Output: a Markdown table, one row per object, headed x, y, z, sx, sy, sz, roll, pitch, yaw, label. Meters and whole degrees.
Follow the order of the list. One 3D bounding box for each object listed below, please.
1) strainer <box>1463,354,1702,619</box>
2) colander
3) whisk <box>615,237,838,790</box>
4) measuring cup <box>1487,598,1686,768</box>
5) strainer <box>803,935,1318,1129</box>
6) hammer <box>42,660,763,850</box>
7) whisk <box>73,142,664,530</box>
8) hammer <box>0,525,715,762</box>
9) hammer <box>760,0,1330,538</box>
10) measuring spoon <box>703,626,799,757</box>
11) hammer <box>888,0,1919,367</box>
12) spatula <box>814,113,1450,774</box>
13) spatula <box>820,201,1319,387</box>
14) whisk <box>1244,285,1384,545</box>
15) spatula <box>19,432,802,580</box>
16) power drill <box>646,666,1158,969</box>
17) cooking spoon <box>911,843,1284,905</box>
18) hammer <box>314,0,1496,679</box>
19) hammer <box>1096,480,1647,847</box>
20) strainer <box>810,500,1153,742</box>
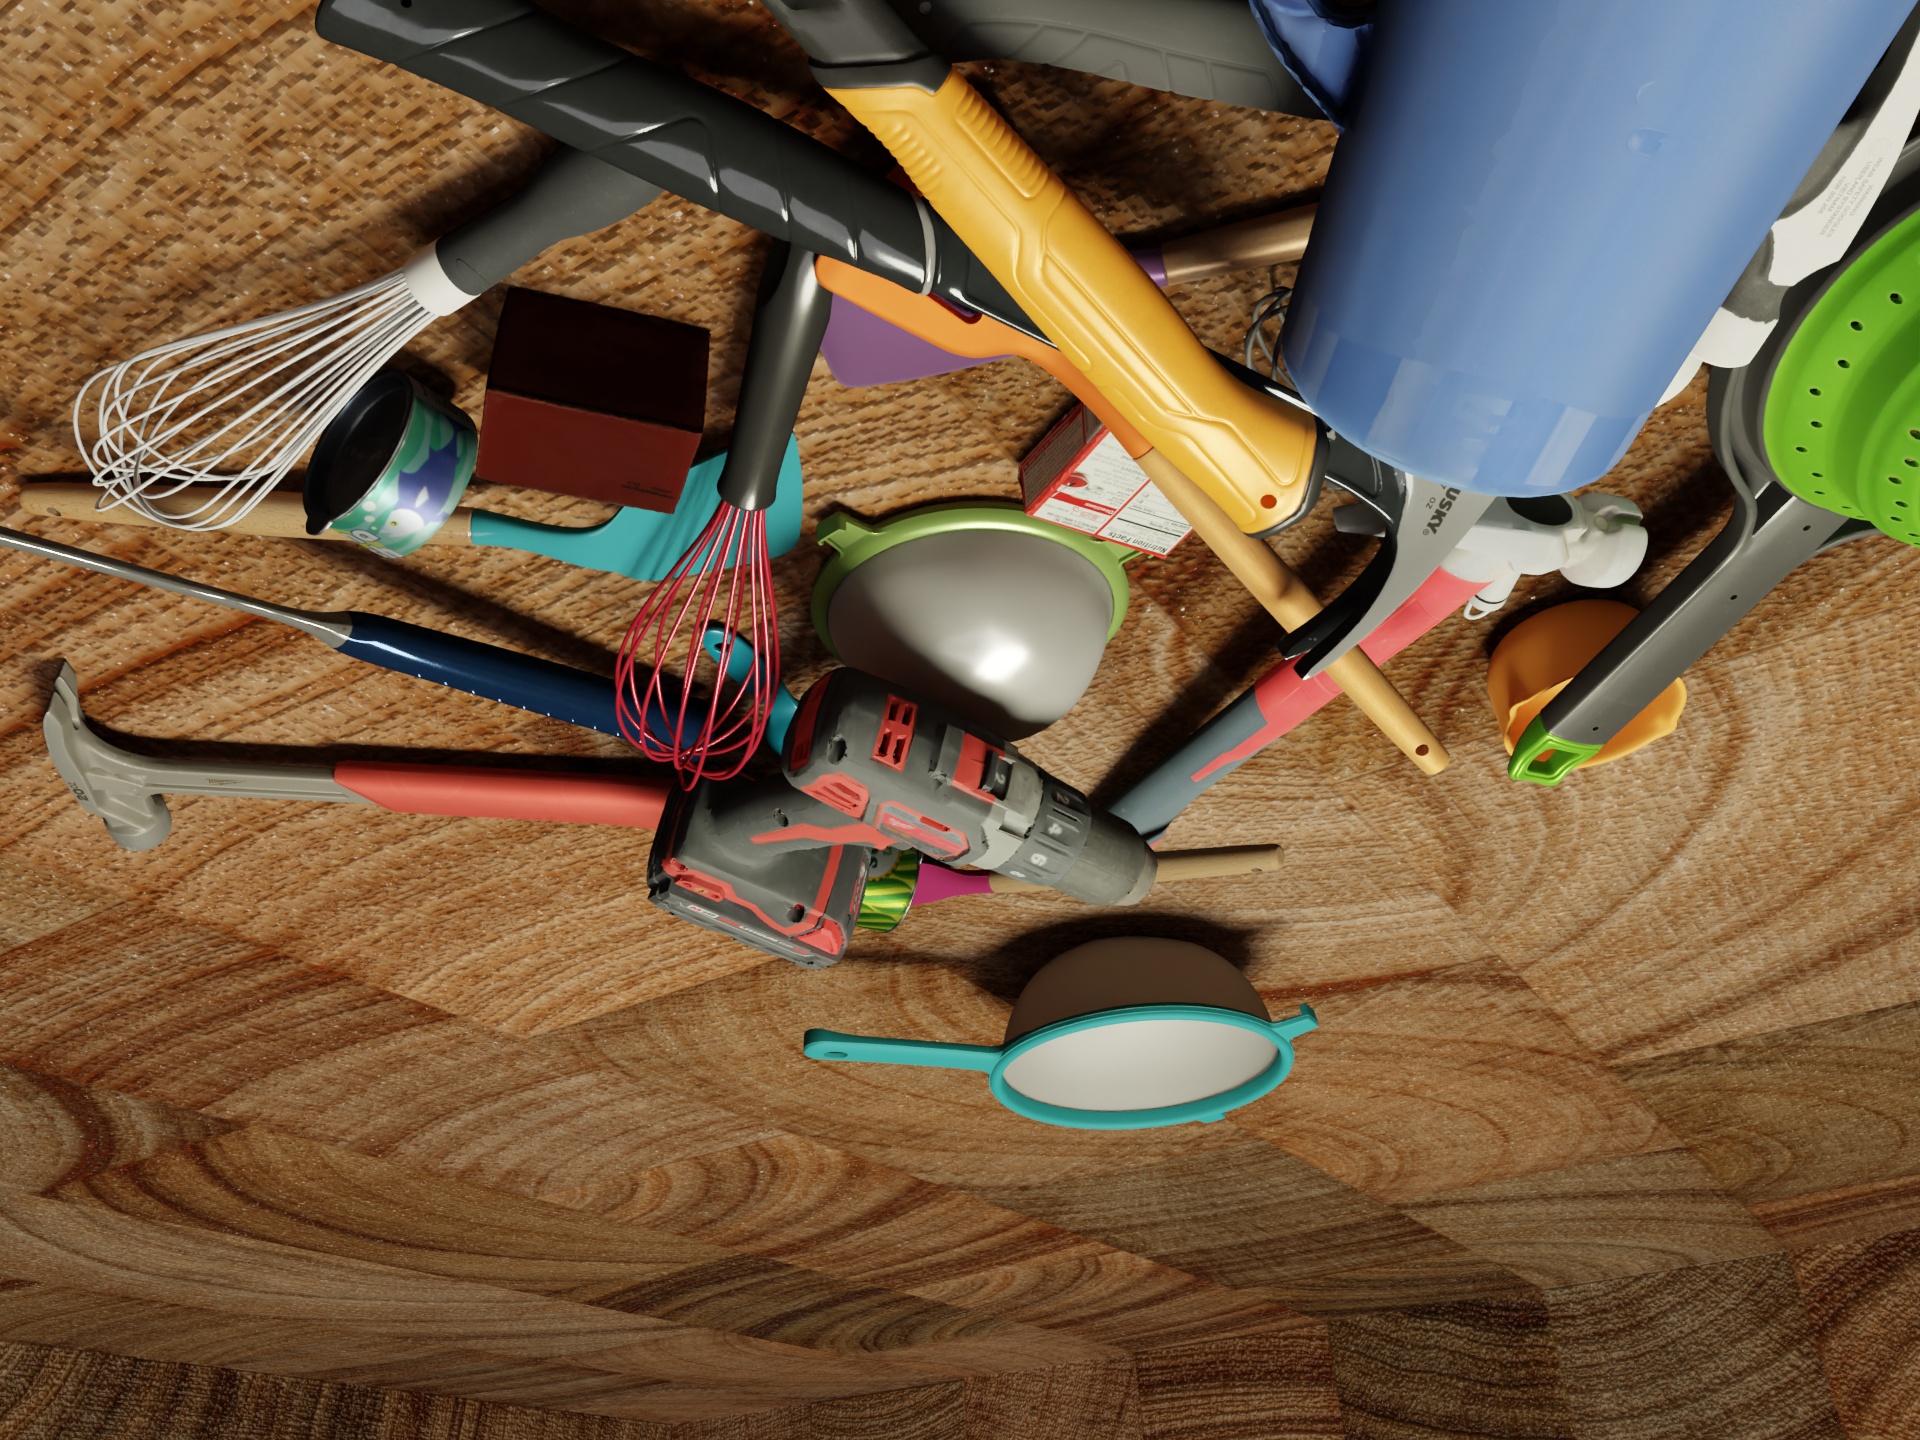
| x | y | z | sx | sy | sz | roll | pitch | yaw | label |
| --- | --- | --- | --- | --- | --- | --- | --- | --- | --- |
| 0.253 | -0.109 | 0.663 | 0.087 | 0.050 | 0.258 | -15 | 153 | -8 | strainer |
| 0.358 | -0.069 | 0.625 | 0.204 | 0.095 | 0.397 | 10 | 137 | -21 | colander |
| -0.090 | -0.077 | 0.636 | 0.073 | 0.073 | 0.295 | 7 | 135 | -17 | whisk |
| 0.322 | -0.046 | 0.765 | 0.095 | 0.052 | 0.173 | 7 | 140 | -17 | measuring cup |
| 0.061 | 0.203 | 1.111 | 0.340 | 0.095 | 0.210 | 6 | 145 | -11 | strainer |
| -0.281 | 0.032 | 0.849 | 0.359 | 0.037 | 0.149 | 4 | 148 | -11 | hammer |
| -0.204 | -0.139 | 0.556 | 0.284 | 0.070 | 0.070 | -23 | 144 | 22 | whisk |
| -0.269 | -0.039 | 0.666 | 0.144 | 0.035 | 0.405 | 13 | 176 | 45 | hammer |
| -0.012 | -0.162 | 0.453 | 0.127 | 0.034 | 0.336 | -34 | 121 | 29 | hammer |
| -0.099 | -0.008 | 0.810 | 0.042 | 0.021 | 0.128 | -13 | 149 | 16 | measuring spoon |
| 0.134 | -0.201 | 0.486 | 0.334 | 0.035 | 0.146 | 7 | 136 | -10 | hammer |
| 0.085 | -0.082 | 0.589 | 0.081 | 0.041 | 0.322 | -40 | 111 | 19 | spatula |
| 0.097 | -0.170 | 0.565 | 0.316 | 0.018 | 0.059 | -10 | 141 | 12 | spatula |
| 0.170 | -0.105 | 0.653 | 0.055 | 0.055 | 0.238 | -17 | 150 | 22 | whisk |
| -0.227 | -0.090 | 0.665 | 0.317 | 0.044 | 0.082 | 3 | 149 | -2 | spatula |
| -0.034 | 0.059 | 0.775 | 0.187 | 0.080 | 0.226 | 26 | 150 | -25 | power drill |
| 0.042 | 0.093 | 0.942 | 0.319 | 0.017 | 0.068 | -9 | 151 | 34 | cooking spoon |
| 0.003 | -0.140 | 0.514 | 0.408 | 0.036 | 0.149 | 21 | 111 | -18 | hammer |
| 0.140 | -0.009 | 0.773 | 0.143 | 0.038 | 0.386 | 5 | 155 | -21 | hammer |
| -0.001 | -0.003 | 0.783 | 0.151 | 0.069 | 0.256 | 2 | 147 | -8 | strainer |
